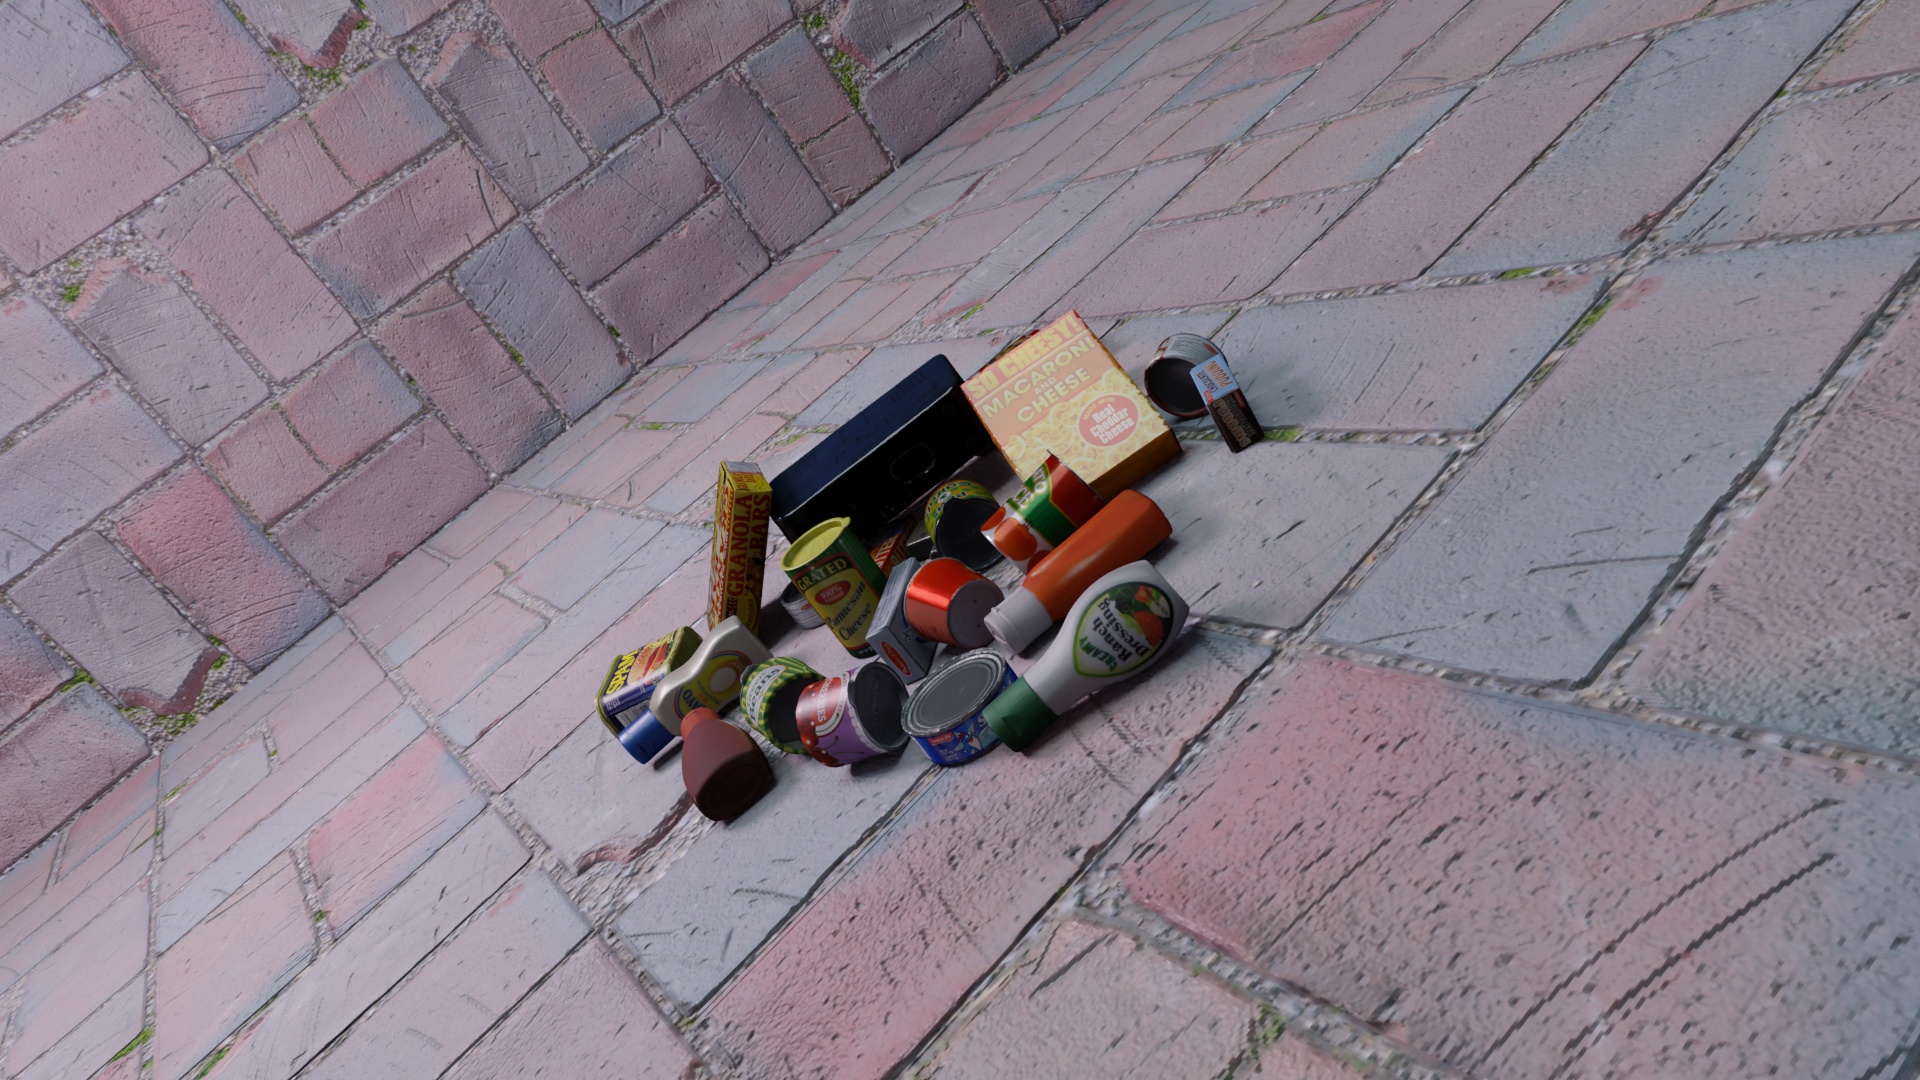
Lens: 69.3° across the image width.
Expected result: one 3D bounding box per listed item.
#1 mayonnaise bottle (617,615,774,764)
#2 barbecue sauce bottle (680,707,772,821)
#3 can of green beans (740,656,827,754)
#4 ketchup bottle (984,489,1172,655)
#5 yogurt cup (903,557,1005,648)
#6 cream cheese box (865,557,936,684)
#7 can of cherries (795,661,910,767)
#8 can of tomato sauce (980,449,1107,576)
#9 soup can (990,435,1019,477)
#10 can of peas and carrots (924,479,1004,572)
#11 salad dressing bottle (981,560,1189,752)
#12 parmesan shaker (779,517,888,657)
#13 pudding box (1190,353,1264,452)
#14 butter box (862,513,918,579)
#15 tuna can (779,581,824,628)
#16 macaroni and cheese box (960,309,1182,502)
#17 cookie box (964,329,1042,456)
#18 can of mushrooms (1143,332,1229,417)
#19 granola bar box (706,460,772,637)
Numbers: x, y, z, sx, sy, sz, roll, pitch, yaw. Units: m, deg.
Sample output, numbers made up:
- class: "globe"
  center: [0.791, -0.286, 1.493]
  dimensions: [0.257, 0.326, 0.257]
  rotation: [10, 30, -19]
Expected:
- class: "mayonnaise bottle"
  center: [-0.237, 0.137, 1.236]
  dimensions: [0.148, 0.064, 0.041]
  rotation: [-42, 26, -6]
- class: "barbecue sauce bottle"
  center: [-0.197, 0.173, 1.123]
  dimensions: [0.065, 0.043, 0.148]
  rotation: [-39, 21, -9]
- class: "can of green beans"
  center: [-0.133, 0.129, 1.089]
  dimensions: [0.071, 0.071, 0.058]
  rotation: [-41, 23, -15]
- class: "ketchup bottle"
  center: [0.084, 0.024, 1.021]
  dimensions: [0.149, 0.043, 0.065]
  rotation: [-39, 16, -10]
- class: "yogurt cup"
  center: [-0.002, 0.051, 1.067]
  dimensions: [0.072, 0.072, 0.054]
  rotation: [-43, 31, -19]
- class: "cream cheese box"
  center: [-0.041, 0.062, 1.111]
  dimensions: [0.024, 0.053, 0.104]
  rotation: [-27, 23, 25]
- class: "can of cherries"
  center: [-0.079, 0.126, 1.009]
  dimensions: [0.058, 0.071, 0.072]
  rotation: [-21, 25, 32]
- class: "can of tomato sauce"
  center: [0.065, -0.017, 1.080]
  dimensions: [0.083, 0.071, 0.071]
  rotation: [-47, 21, 2]
- class: "soup can"
  center: [0.079, -0.094, 1.248]
  dimensions: [0.084, 0.071, 0.071]
  rotation: [-37, 21, -3]
- class: "can of peas and carrots"
  center: [0.004, -0.015, 1.181]
  dimensions: [0.071, 0.071, 0.059]
  rotation: [-35, 21, 1]
- class: "salad dressing bottle"
  center: [0.080, 0.077, 0.901]
  dimensions: [0.147, 0.064, 0.044]
  rotation: [-42, 2, 5]
- class: "parmesan shaker"
  center: [-0.093, 0.039, 1.167]
  dimensions: [0.071, 0.103, 0.071]
  rotation: [-30, 22, 14]
- class: "pudding box"
  center: [0.211, -0.110, 1.105]
  dimensions: [0.030, 0.049, 0.084]
  rotation: [-29, 22, 13]
- class: "butter box"
  center: [-0.075, 0.019, 1.289]
  dimensions: [0.053, 0.024, 0.104]
  rotation: [-23, 24, 30]
- class: "tuna can"
  center: [-0.132, 0.048, 1.301]
  dimensions: [0.071, 0.032, 0.071]
  rotation: [-30, 22, 14]
- class: "macaroni and cheese box"
  center: [0.090, -0.103, 1.177]
  dimensions: [0.124, 0.040, 0.167]
  rotation: [-34, 53, 3]
- class: "cookie box"
  center: [0.048, -0.157, 1.455]
  dimensions: [0.168, 0.040, 0.123]
  rotation: [-39, 22, -13]
- class: "can of mushrooms"
  center: [0.190, -0.137, 1.175]
  dimensions: [0.071, 0.071, 0.034]
  rotation: [-15, 30, 42]
- class: "granola bar box"
  center: [-0.214, 0.017, 1.331]
  dimensions: [0.039, 0.165, 0.124]
  rotation: [3, 14, -17]
